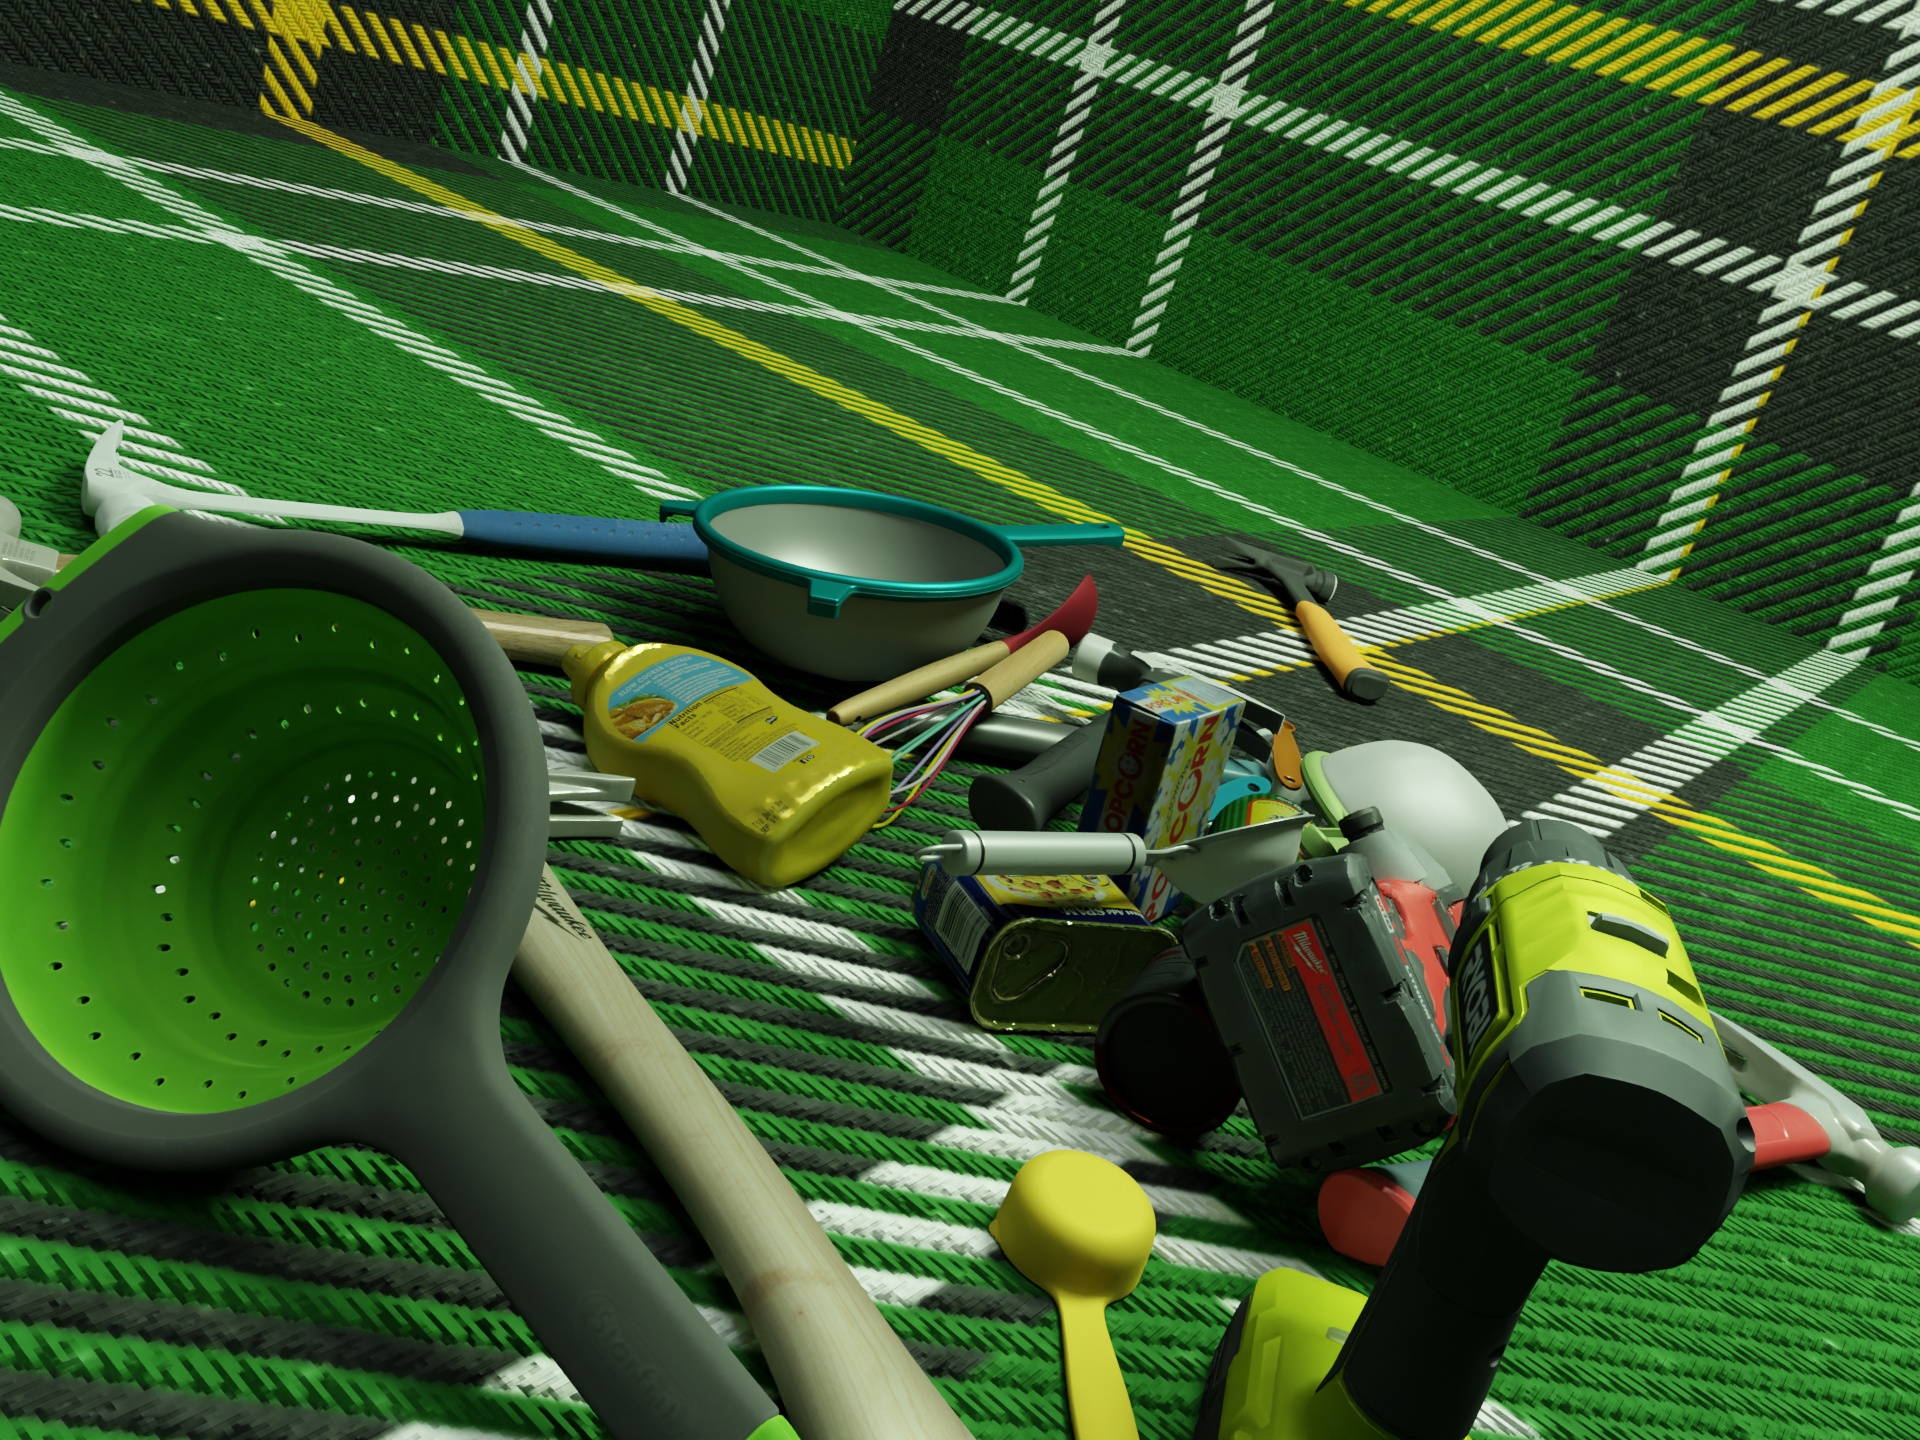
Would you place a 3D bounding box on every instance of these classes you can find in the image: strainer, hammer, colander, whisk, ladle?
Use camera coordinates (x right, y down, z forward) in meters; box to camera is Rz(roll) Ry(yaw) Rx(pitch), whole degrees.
[{"bbox_3d":[0.080,0.063,0.724,0.258,0.087,0.050,4,69,-40],"label":"strainer"},{"bbox_3d":[-0.334,-0.129,1.015,0.405,0.035,0.144,1,28,-39],"label":"hammer"},{"bbox_3d":[0.330,-0.095,1.497,0.127,0.034,0.337,16,21,-9],"label":"hammer"},{"bbox_3d":[-0.168,0.101,0.509,0.397,0.204,0.094,44,-6,18],"label":"colander"},{"bbox_3d":[-0.001,-0.001,0.921,0.047,0.051,0.245,49,39,5],"label":"whisk"},{"bbox_3d":[0.089,0.014,0.926,0.146,0.035,0.335,23,20,16],"label":"hammer"},{"bbox_3d":[-0.346,-0.058,0.836,0.331,0.031,0.130,7,24,-28],"label":"hammer"},{"bbox_3d":[0.253,0.054,0.900,0.152,0.069,0.256,52,20,21],"label":"strainer"},{"bbox_3d":[0.302,0.197,0.750,0.386,0.038,0.143,4,24,-34],"label":"hammer"},{"bbox_3d":[-0.103,0.130,0.576,0.146,0.038,0.411,1,28,-41],"label":"hammer"},{"bbox_3d":[0.093,0.021,1.014,0.330,0.033,0.128,10,22,-22],"label":"hammer"},{"bbox_3d":[0.012,-0.039,0.987,0.031,0.069,0.315,39,31,16],"label":"ladle"},{"bbox_3d":[-0.021,-0.086,1.065,0.340,0.095,0.211,-7,27,-39],"label":"strainer"}]

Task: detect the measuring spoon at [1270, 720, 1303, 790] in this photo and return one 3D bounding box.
[{"bbox_3d":[0.213,0.024,1.050,0.021,0.011,0.117,20,23,0],"label":"measuring spoon"}]

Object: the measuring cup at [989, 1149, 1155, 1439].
[{"bbox_3d":[0.047,0.200,0.535,0.062,0.029,0.157,15,20,-10],"label":"measuring cup"}]

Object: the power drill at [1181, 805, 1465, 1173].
[{"bbox_3d":[0.183,0.109,0.703,0.219,0.078,0.143,1,65,-61],"label":"power drill"}]

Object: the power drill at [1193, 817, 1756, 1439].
[{"bbox_3d":[0.147,0.146,0.476,0.080,0.228,0.190,22,21,8],"label":"power drill"}]

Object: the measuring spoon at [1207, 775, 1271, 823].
[{"bbox_3d":[0.145,0.060,0.950,0.128,0.021,0.042,-20,50,-43],"label":"measuring spoon"}]

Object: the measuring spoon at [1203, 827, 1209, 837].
[{"bbox_3d":[0.152,0.078,0.954,0.124,0.018,0.034,12,37,0],"label":"measuring spoon"}]
